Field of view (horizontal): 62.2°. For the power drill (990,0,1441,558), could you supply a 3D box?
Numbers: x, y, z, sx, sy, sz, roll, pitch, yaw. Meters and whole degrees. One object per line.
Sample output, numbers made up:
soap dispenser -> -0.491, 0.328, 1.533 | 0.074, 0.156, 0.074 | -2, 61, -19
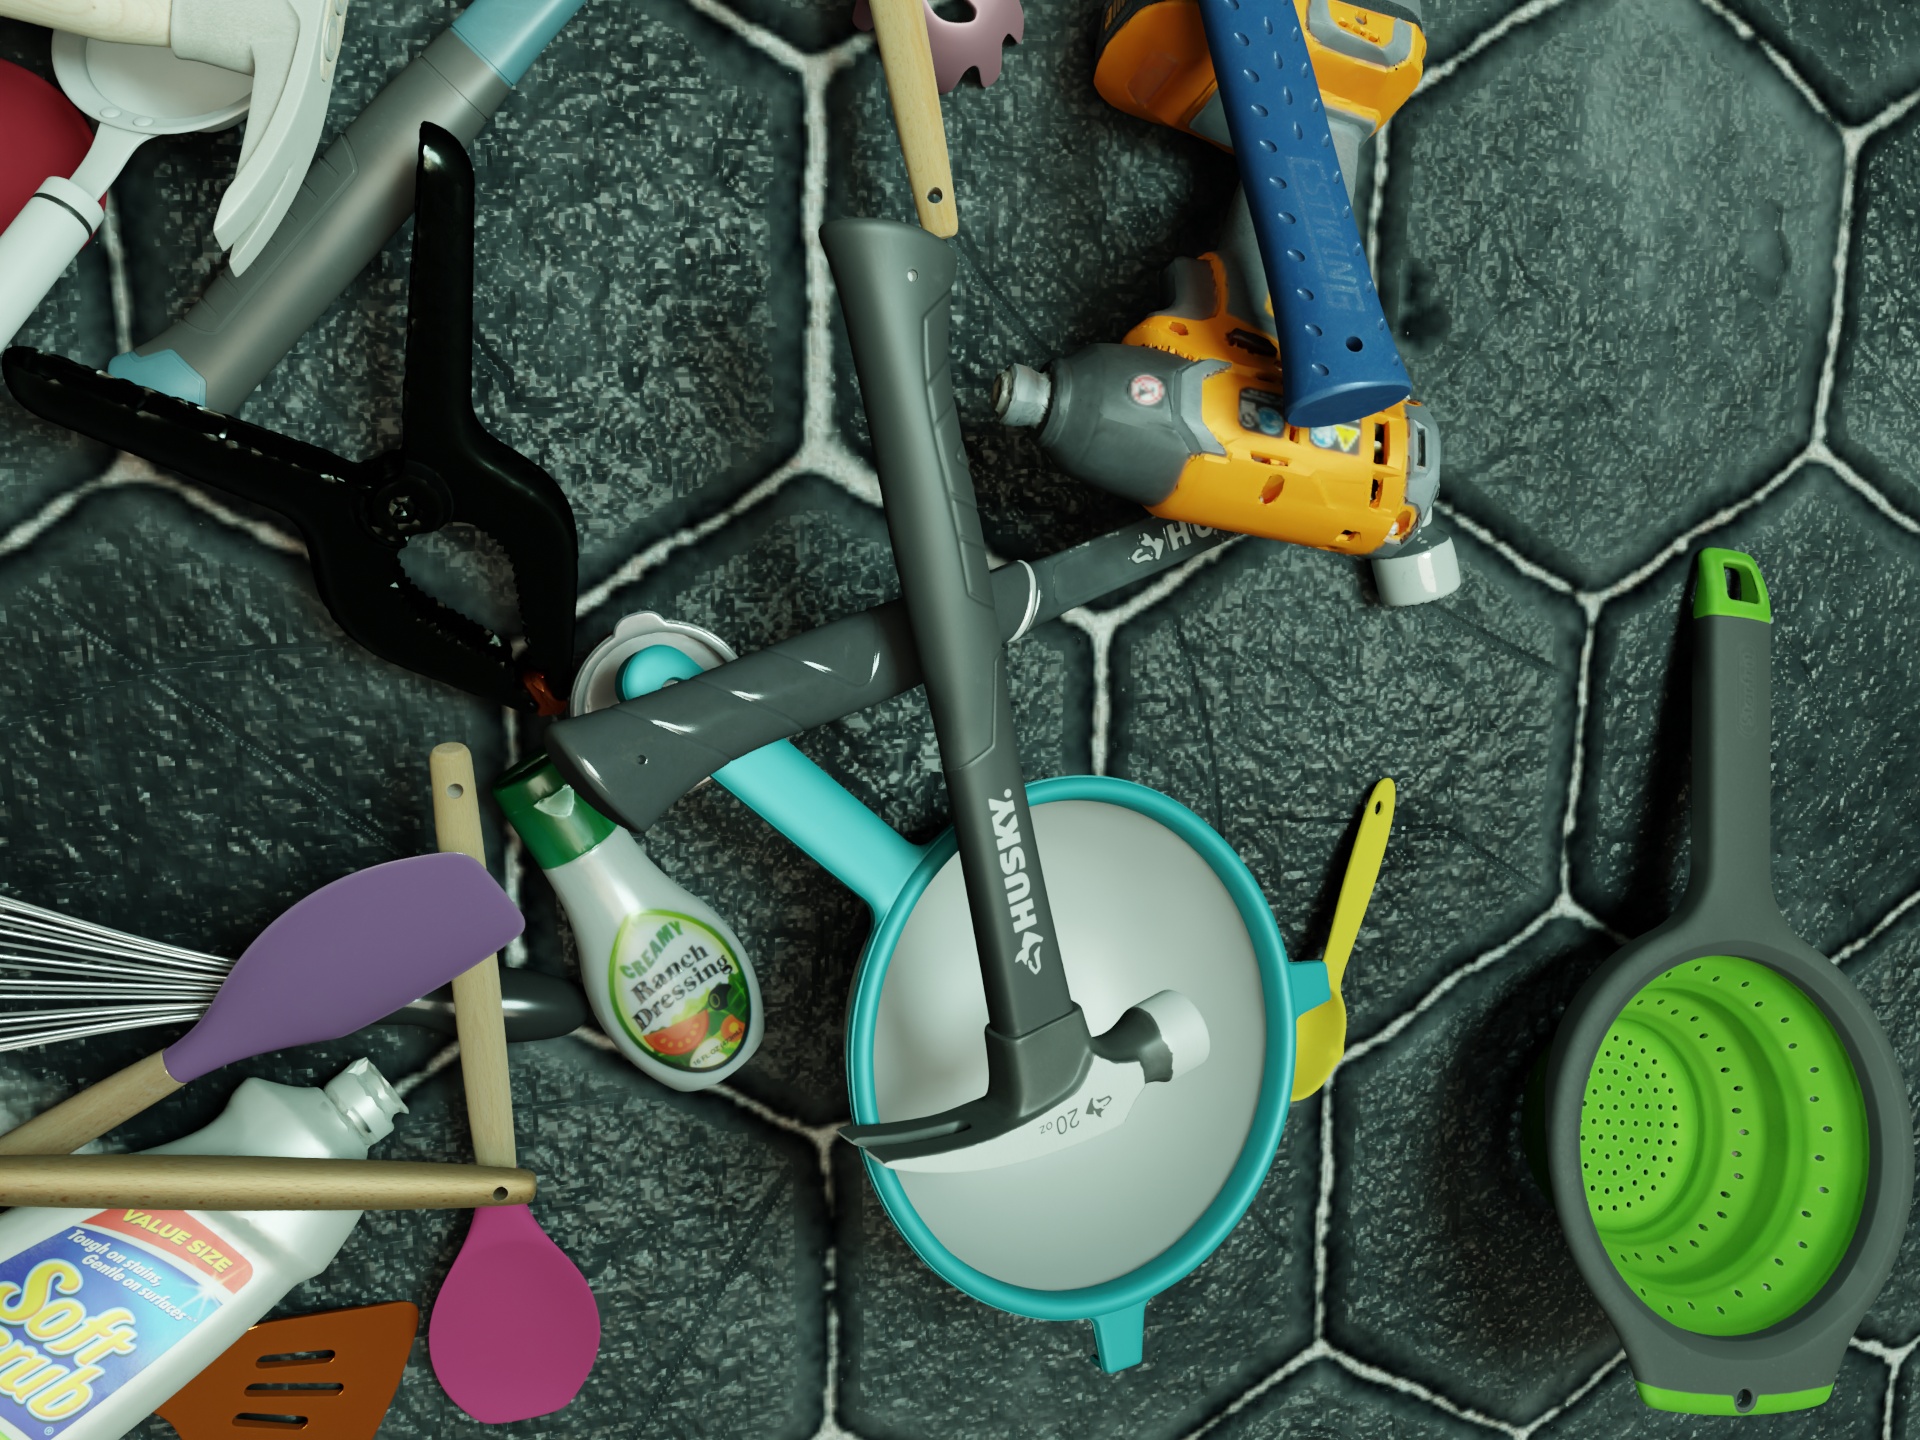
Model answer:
power drill -> 0.095, -0.181, 0.592 | 0.164, 0.084, 0.227 | 8, 75, -17

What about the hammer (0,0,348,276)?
hammer -> -0.396, -0.236, 0.457 | 0.410, 0.038, 0.146 | 8, 78, -11

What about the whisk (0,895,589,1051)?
whisk -> -0.282, 0.100, 0.596 | 0.284, 0.070, 0.070 | 8, 99, -23

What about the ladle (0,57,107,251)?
ladle -> -0.401, -0.268, 0.498 | 0.069, 0.031, 0.315 | -46, 108, -12

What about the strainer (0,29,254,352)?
strainer -> -0.281, -0.168, 0.508 | 0.087, 0.050, 0.259 | 19, 66, 8

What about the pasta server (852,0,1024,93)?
pasta server -> -0.105, -0.340, 0.572 | 0.316, 0.040, 0.060 | 32, 91, -16

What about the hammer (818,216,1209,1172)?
hammer -> -0.001, -0.002, 0.548 | 0.146, 0.035, 0.334 | -20, 107, -29

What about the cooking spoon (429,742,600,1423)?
cooking spoon -> -0.184, 0.155, 0.624 | 0.068, 0.017, 0.318 | -5, 115, -16

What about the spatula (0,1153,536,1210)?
spatula -> -0.306, 0.152, 0.547 | 0.317, 0.044, 0.082 | 10, 93, -27

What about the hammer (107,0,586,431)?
hammer -> -0.176, -0.219, 0.548 | 0.128, 0.033, 0.331 | 44, 95, -6

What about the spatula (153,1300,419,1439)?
spatula -> -0.378, 0.228, 0.610 | 0.322, 0.041, 0.081 | 22, 94, -15

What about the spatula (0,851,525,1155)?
spatula -> -0.304, 0.134, 0.567 | 0.316, 0.018, 0.059 | -30, 123, 0

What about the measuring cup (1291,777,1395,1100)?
measuring cup -> 0.167, 0.098, 0.742 | 0.062, 0.029, 0.156 | 28, 79, -40

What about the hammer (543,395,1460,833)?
hammer -> 0.036, -0.057, 0.608 | 0.409, 0.036, 0.149 | -24, 104, -28

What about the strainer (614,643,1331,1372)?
strainer -> -0.014, 0.090, 0.641 | 0.340, 0.095, 0.211 | 42, 67, -19

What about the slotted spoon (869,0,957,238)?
slotted spoon -> -0.036, -0.329, 0.556 | 0.070, 0.031, 0.313 | -11, 100, 0

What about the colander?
colander -> 0.347, 0.117, 0.774 | 0.204, 0.094, 0.397 | 7, 81, -17

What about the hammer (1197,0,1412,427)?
hammer -> 0.092, -0.298, 0.553 | 0.144, 0.035, 0.406 | -9, 80, -16
